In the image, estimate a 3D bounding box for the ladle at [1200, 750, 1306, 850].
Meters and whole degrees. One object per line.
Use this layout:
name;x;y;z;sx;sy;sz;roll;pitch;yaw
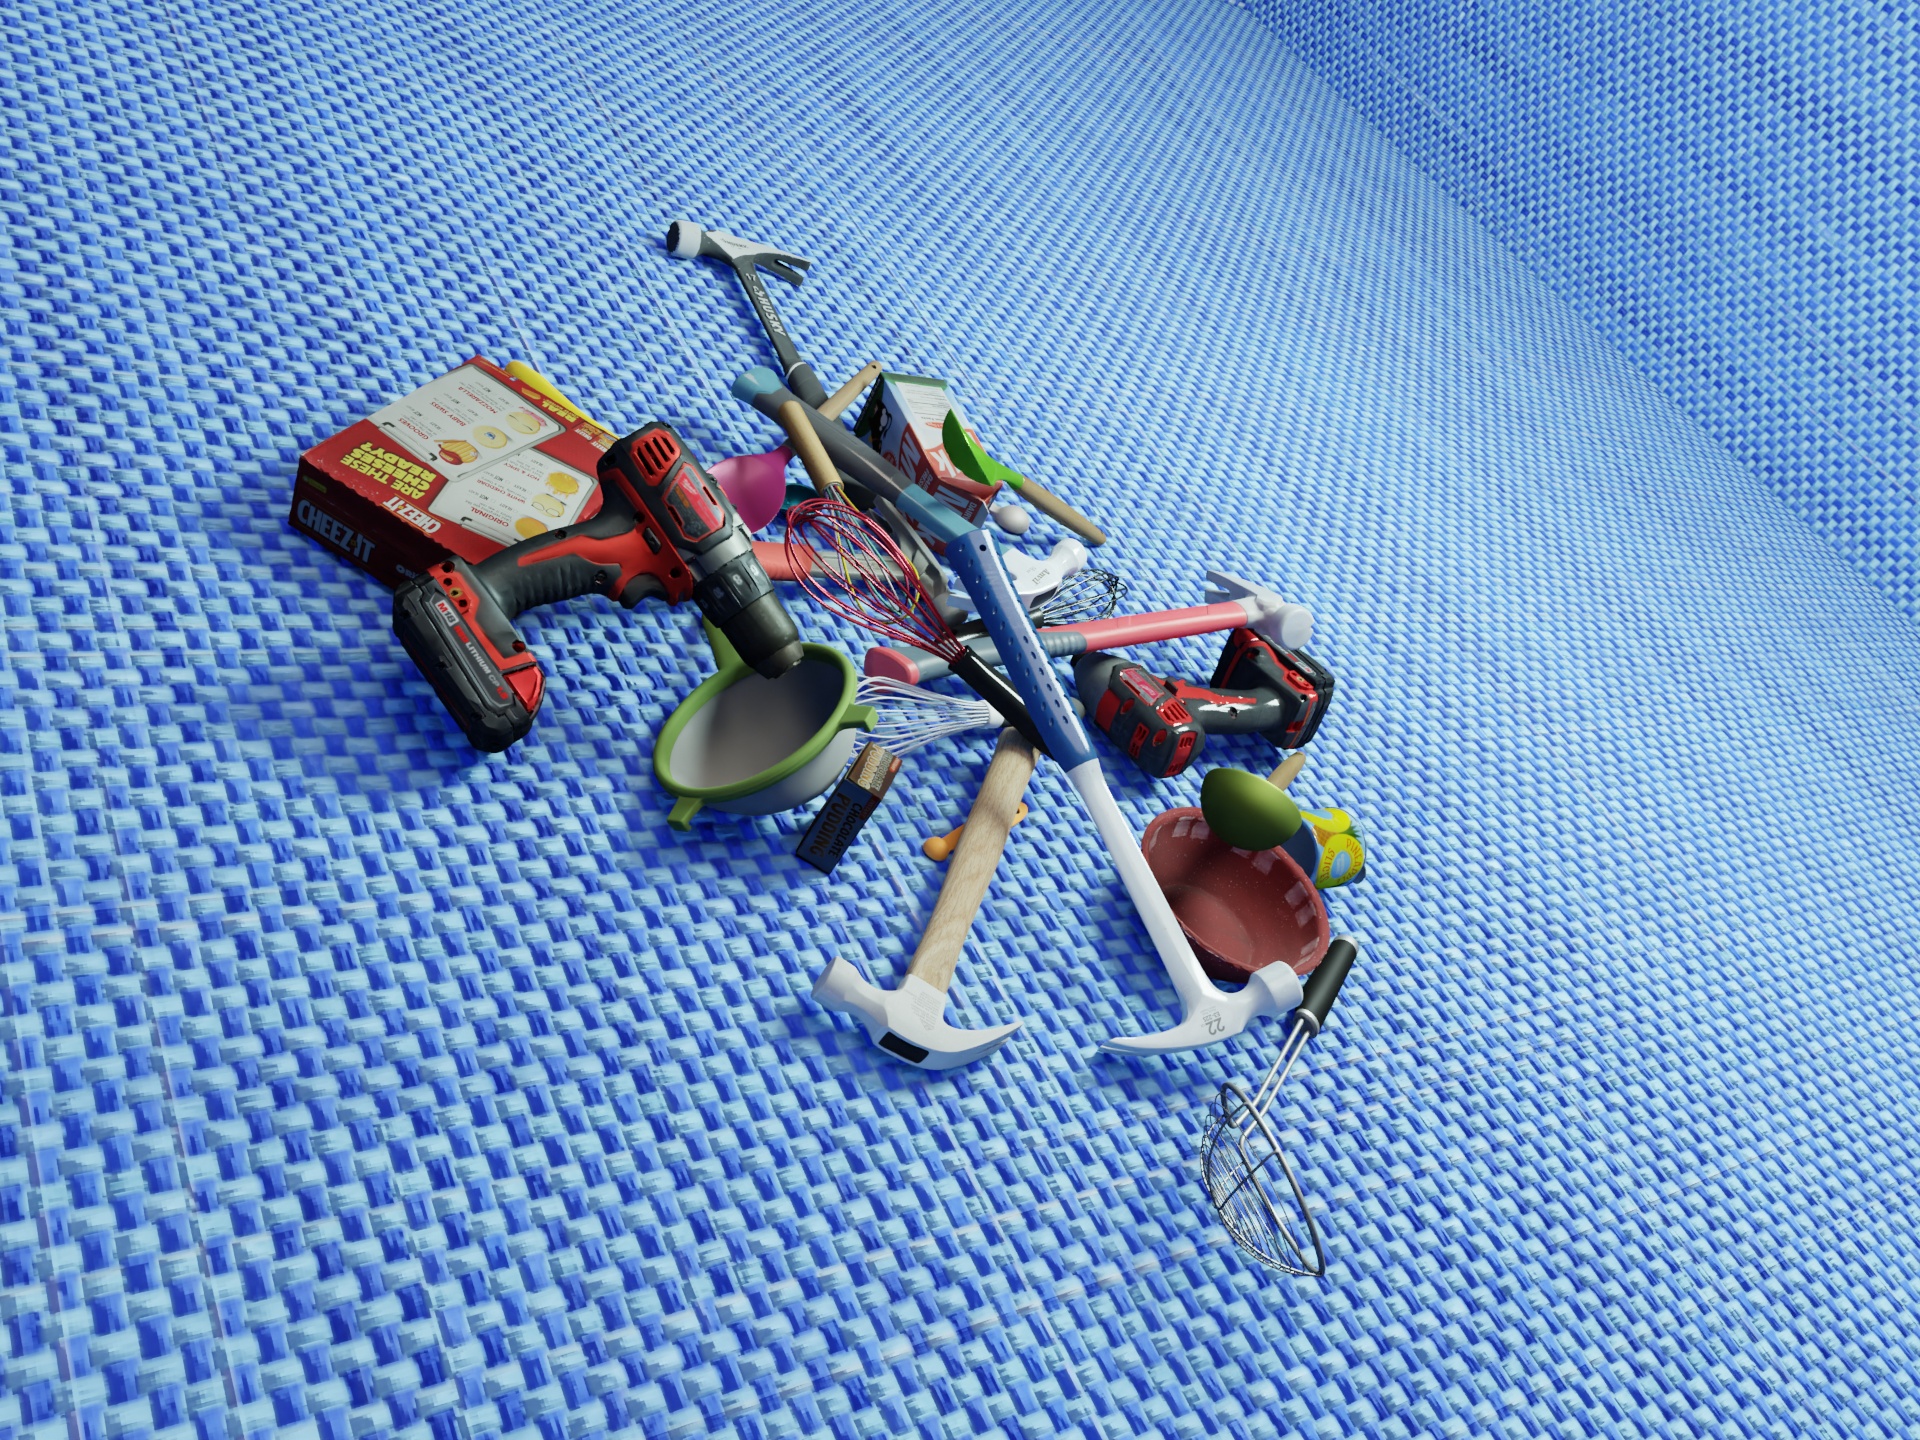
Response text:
ladle;0.255;0.046;1.284;0.078;0.062;0.320;26;16;15

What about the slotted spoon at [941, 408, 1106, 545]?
slotted spoon;0.062;-0.204;1.426;0.313;0.031;0.070;20;40;-59

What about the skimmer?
skimmer;0.249;0.238;1.095;0.363;0.090;0.127;-39;110;-55

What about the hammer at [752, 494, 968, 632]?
hammer;-0.151;-0.131;1.244;0.359;0.036;0.149;-3;48;-48

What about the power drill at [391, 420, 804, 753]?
power drill;-0.228;-0.067;1.030;0.227;0.080;0.188;-36;95;-22

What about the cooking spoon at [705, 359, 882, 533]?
cooking spoon;-0.141;-0.245;1.390;0.069;0.017;0.319;34;44;0

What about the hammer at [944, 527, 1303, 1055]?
hammer;0.086;0.044;1.126;0.144;0.035;0.406;-21;74;-17

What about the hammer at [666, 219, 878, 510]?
hammer;-0.159;-0.344;1.524;0.149;0.036;0.409;2;46;-35

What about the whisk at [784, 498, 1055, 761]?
whisk;-0.016;-0.059;1.183;0.295;0.073;0.073;40;34;-15

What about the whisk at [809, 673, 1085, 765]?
whisk;-0.002;-0.005;1.228;0.284;0.070;0.070;-3;48;-44

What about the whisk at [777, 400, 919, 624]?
whisk;-0.091;-0.170;1.271;0.051;0.047;0.245;4;47;-43

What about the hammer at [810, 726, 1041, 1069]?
hammer;0.007;0.110;1.105;0.130;0.031;0.331;34;37;-6

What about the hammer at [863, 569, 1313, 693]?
hammer;0.096;-0.074;1.326;0.386;0.038;0.143;-9;24;-24

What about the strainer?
strainer;-0.143;-0.006;1.123;0.069;0.151;0.257;62;-2;-34

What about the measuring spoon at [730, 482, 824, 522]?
measuring spoon;-0.173;-0.172;1.336;0.128;0.021;0.042;-17;56;-35

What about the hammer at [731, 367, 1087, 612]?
hammer;-0.056;-0.199;1.346;0.331;0.033;0.128;37;47;12

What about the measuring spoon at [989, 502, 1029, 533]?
measuring spoon;0.016;-0.221;1.518;0.124;0.018;0.034;37;37;9

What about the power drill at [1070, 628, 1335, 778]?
power drill;0.203;-0.024;1.372;0.219;0.078;0.143;-10;42;-37

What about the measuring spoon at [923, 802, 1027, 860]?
measuring spoon;0.014;0.078;1.177;0.021;0.011;0.117;47;39;19

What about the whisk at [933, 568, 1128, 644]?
whisk;0.061;-0.091;1.381;0.239;0.055;0.055;-21;61;-42
